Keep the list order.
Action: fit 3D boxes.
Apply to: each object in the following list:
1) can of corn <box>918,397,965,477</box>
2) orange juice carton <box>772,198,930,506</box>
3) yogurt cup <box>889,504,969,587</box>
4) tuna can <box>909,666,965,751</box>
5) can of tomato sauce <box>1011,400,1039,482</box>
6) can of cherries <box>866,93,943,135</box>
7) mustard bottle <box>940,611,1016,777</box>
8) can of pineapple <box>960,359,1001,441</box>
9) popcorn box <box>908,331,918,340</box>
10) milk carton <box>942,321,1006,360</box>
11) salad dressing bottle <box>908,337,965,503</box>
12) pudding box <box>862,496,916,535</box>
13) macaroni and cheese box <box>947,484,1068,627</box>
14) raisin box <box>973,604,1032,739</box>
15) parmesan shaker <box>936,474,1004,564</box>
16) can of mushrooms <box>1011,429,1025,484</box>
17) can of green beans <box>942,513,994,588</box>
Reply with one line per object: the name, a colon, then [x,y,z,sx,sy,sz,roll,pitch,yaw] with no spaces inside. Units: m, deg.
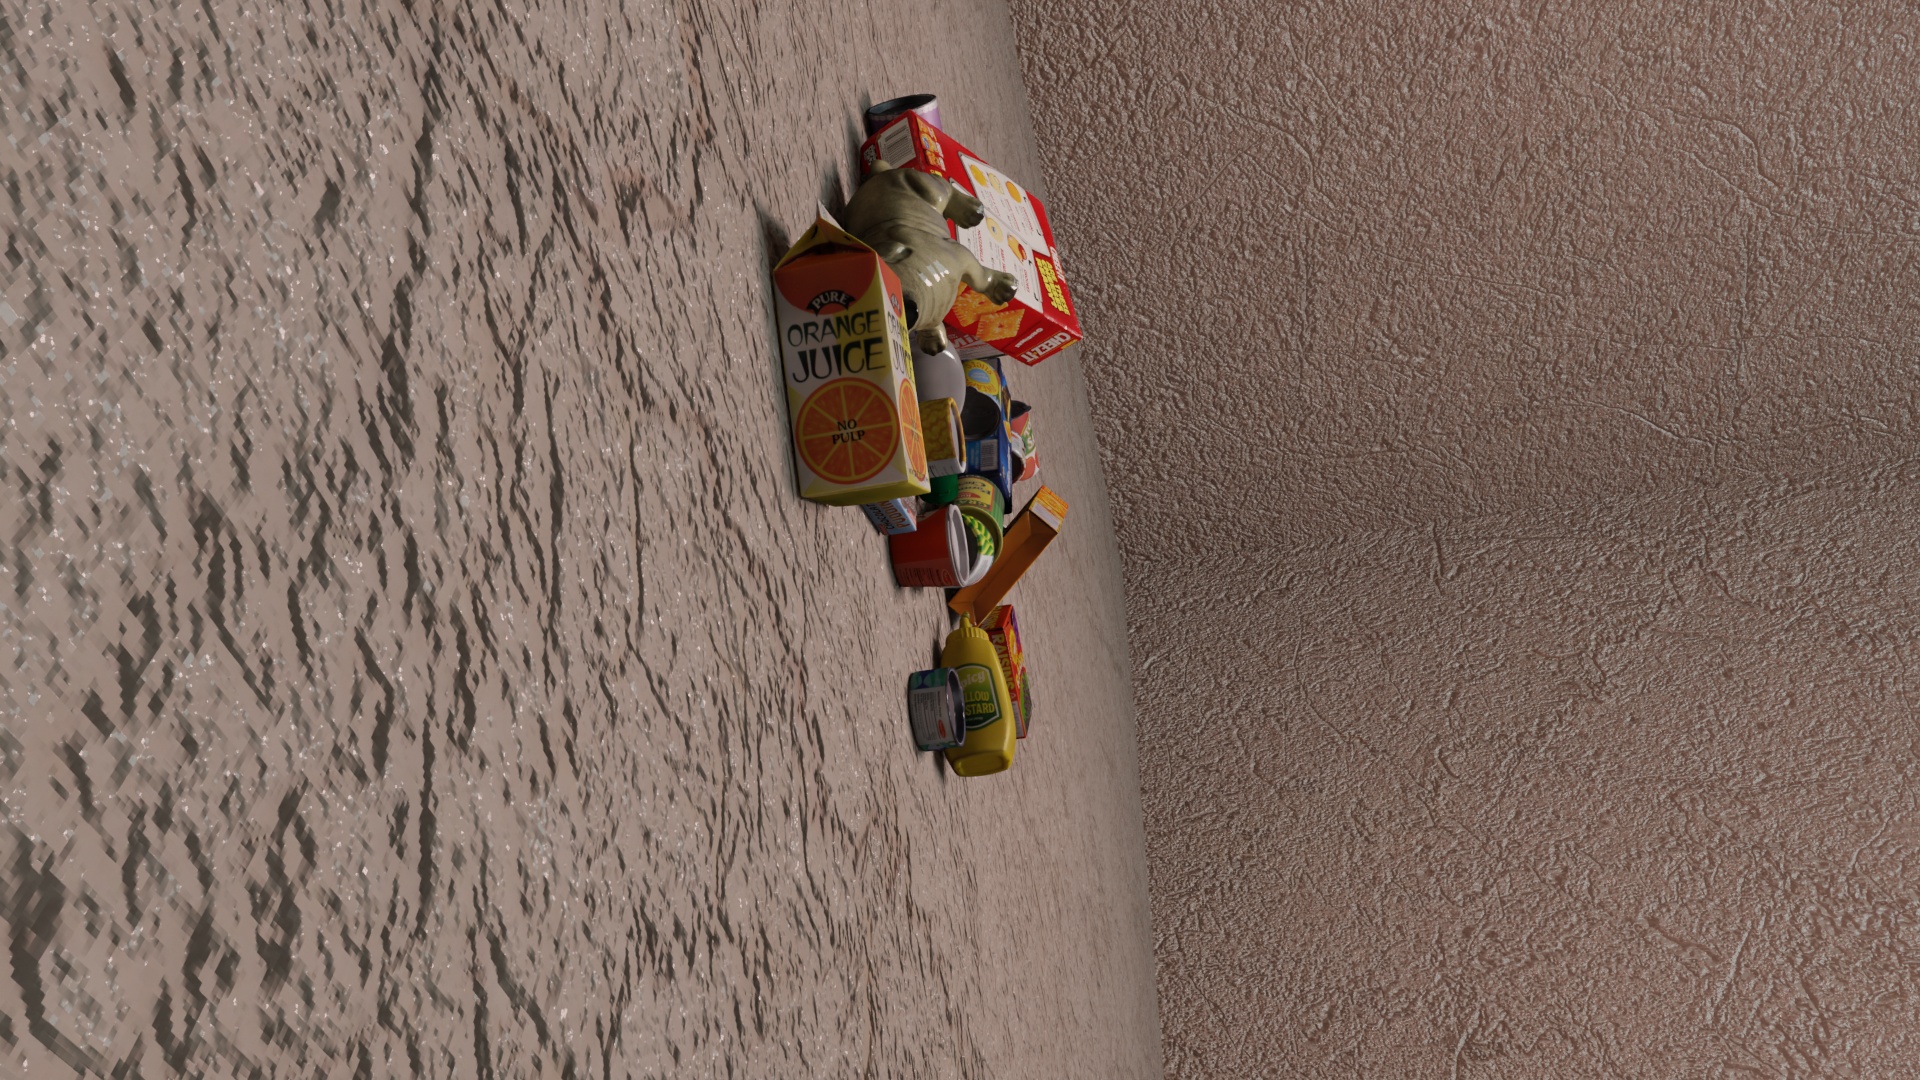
can of corn: [-0.031,-0.087,1.175,0.071,0.058,0.071,-10,92,-81]
orange juice carton: [-0.074,-0.123,0.917,0.072,0.073,0.192,21,60,-79]
yogurt cup: [-0.025,0.008,1.134,0.072,0.054,0.072,-11,92,-80]
tuna can: [-0.018,0.136,1.126,0.071,0.033,0.071,-10,92,-80]
can of tomato sauce: [0.058,-0.119,1.673,0.071,0.071,0.082,-80,160,-61]
can of cherries: [-0.049,-0.380,1.300,0.072,0.071,0.058,-82,162,-60]
mustard bottle: [0.009,0.127,1.217,0.048,0.065,0.161,78,3,-53]
can of pineapple: [0.010,-0.146,1.428,0.058,0.071,0.070,-89,167,-48]
popcorn box: [-0.036,-0.175,1.276,0.085,0.038,0.126,-86,164,-52]
milk carton: [0.007,-0.246,1.486,0.190,0.073,0.072,19,63,-79]
salad dressing bottle: [-0.025,-0.105,1.230,0.044,0.064,0.147,-125,-153,-59]
pudding box: [-0.058,-0.042,1.061,0.083,0.030,0.050,62,23,-62]
macaroni and cheese box: [0.051,0.013,1.387,0.040,0.123,0.167,40,13,0]
raisin box: [0.045,0.139,1.467,0.086,0.040,0.123,-60,139,-73]
parmesan shaker: [0.005,-0.016,1.295,0.103,0.071,0.071,-82,161,-70]
can of mushrooms: [0.040,-0.091,1.567,0.034,0.071,0.070,-89,166,-46]
can of green beans: [-0.008,0.008,1.196,0.058,0.071,0.071,12,70,-79]
